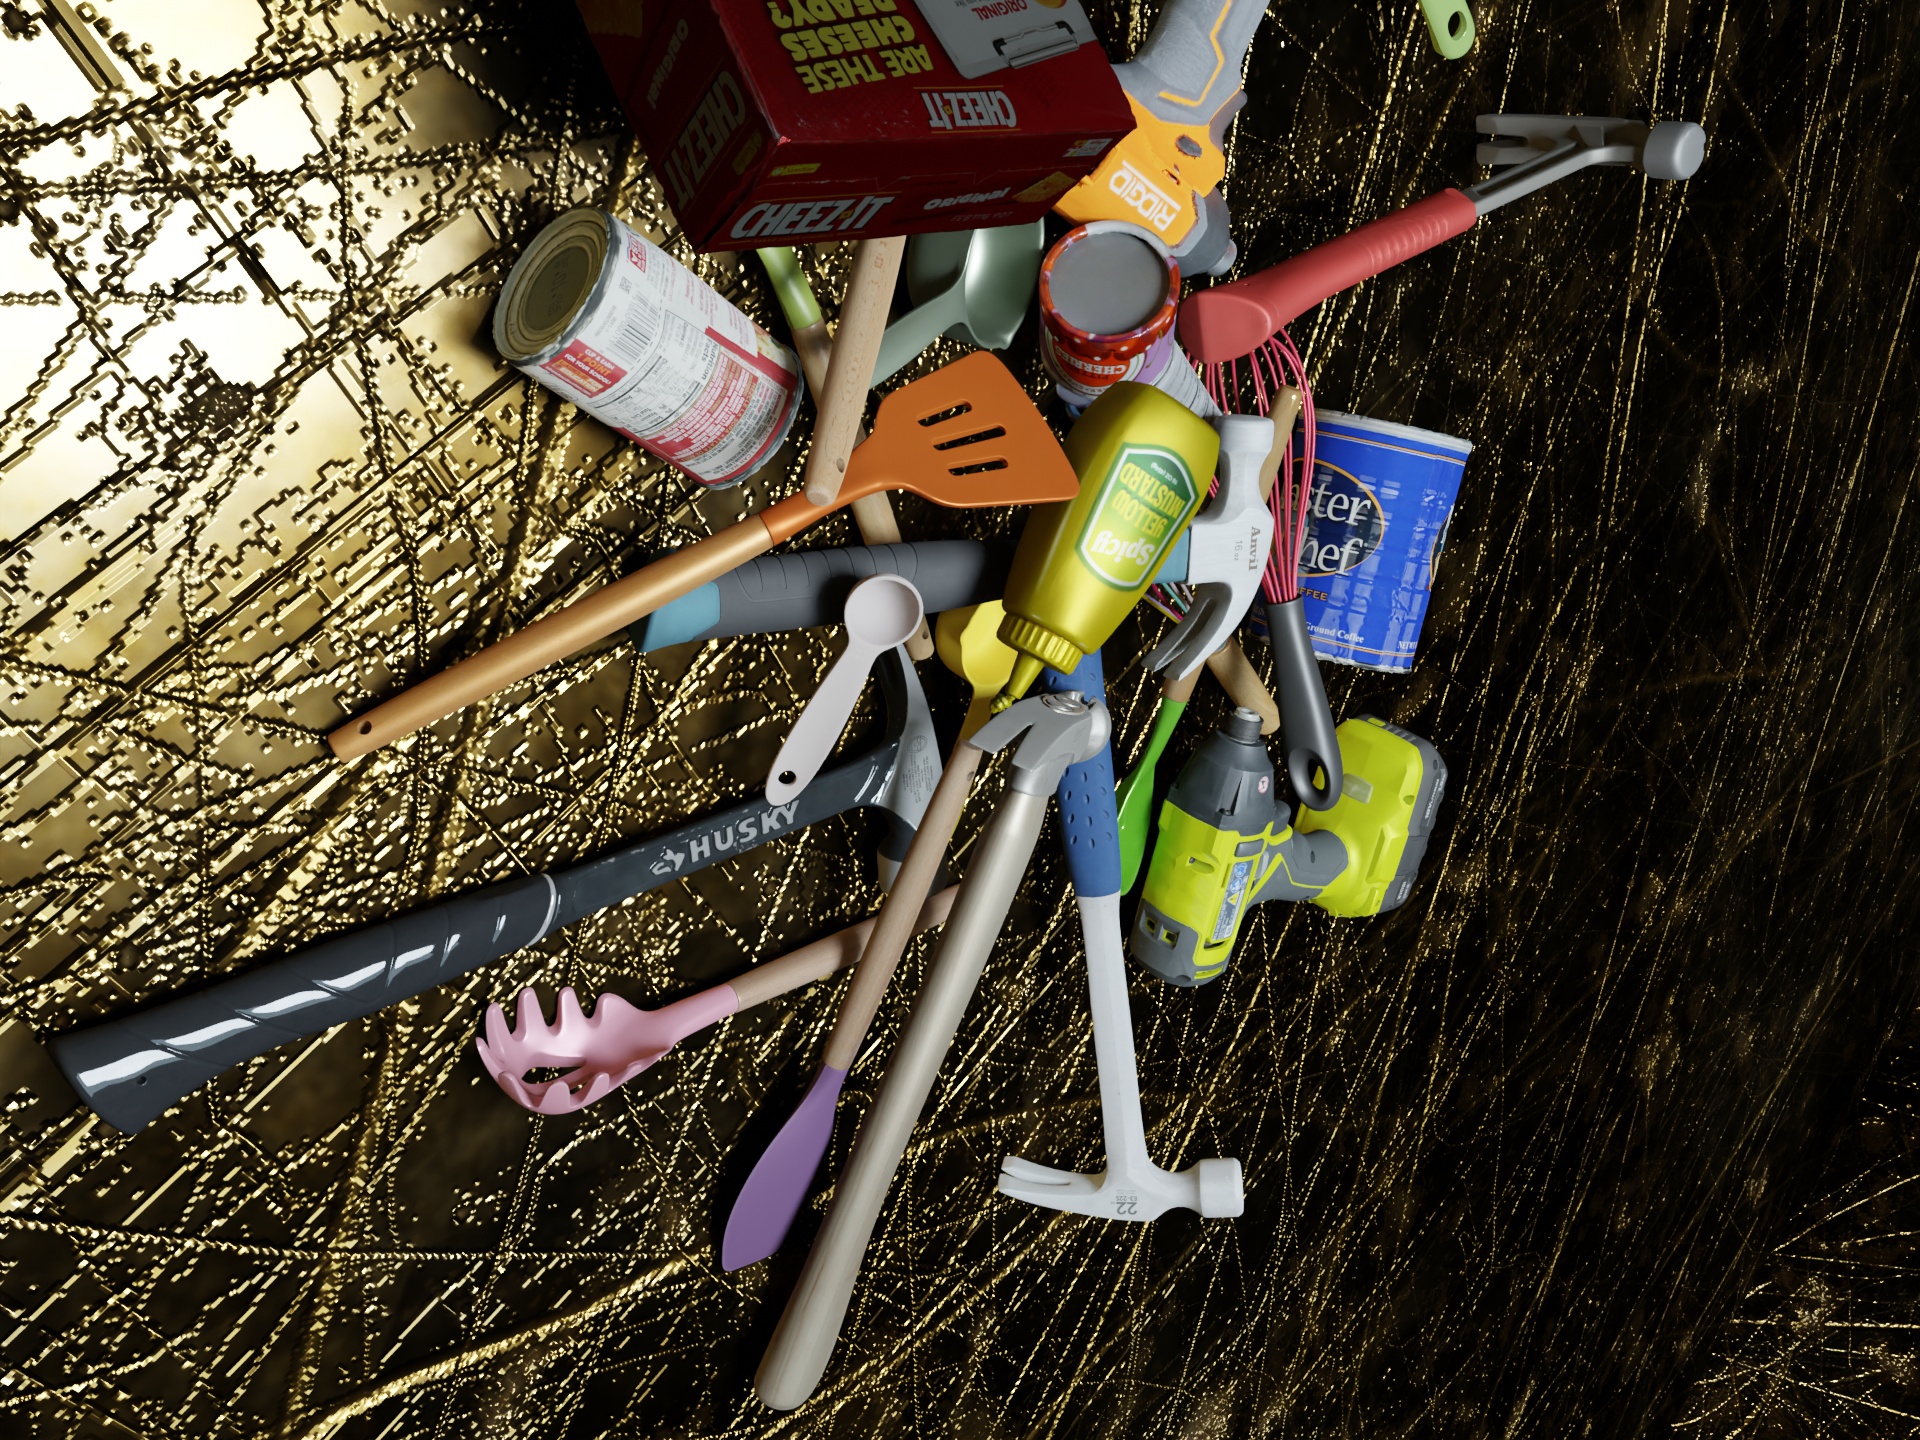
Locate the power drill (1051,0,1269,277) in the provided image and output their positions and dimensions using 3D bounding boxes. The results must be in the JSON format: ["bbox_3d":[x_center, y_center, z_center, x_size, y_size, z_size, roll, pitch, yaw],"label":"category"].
[{"bbox_3d":[0.133,-0.319,0.750,0.164,0.084,0.226,20,115,-47],"label":"power drill"}]

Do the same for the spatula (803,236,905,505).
[{"bbox_3d":[-0.019,-0.222,0.653,0.082,0.044,0.318,44,48,-47],"label":"spatula"}]

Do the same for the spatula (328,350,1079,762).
[{"bbox_3d":[-0.100,-0.062,0.646,0.322,0.081,0.041,-29,167,-12],"label":"spatula"}]

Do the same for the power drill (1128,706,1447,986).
[{"bbox_3d":[0.210,0.067,1.011,0.223,0.080,0.171,-6,117,-43],"label":"power drill"}]

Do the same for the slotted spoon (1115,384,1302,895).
[{"bbox_3d":[0.127,-0.037,0.880,0.070,0.031,0.313,-39,150,-57],"label":"slotted spoon"}]

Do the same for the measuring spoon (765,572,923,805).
[{"bbox_3d":[-0.056,-0.014,0.701,0.034,0.018,0.124,22,114,-24],"label":"measuring spoon"}]

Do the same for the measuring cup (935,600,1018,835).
[{"bbox_3d":[-0.001,-0.003,0.827,0.062,0.029,0.156,-4,117,-47],"label":"measuring cup"}]

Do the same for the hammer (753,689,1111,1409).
[{"bbox_3d":[-0.028,0.179,0.807,0.410,0.038,0.146,-68,166,12],"label":"hammer"}]

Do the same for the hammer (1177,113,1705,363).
[{"bbox_3d":[0.248,-0.276,0.882,0.359,0.149,0.036,-30,125,-28],"label":"hammer"}]

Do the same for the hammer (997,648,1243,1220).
[{"bbox_3d":[0.072,0.107,0.896,0.035,0.144,0.405,-67,151,-69],"label":"hammer"}]

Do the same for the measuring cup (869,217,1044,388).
[{"bbox_3d":[-0.018,-0.185,0.695,0.168,0.038,0.083,-47,147,-39],"label":"measuring cup"}]

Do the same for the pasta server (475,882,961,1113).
[{"bbox_3d":[-0.090,0.121,0.776,0.316,0.060,0.040,-18,134,-43],"label":"pasta server"}]

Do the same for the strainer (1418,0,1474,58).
[{"bbox_3d":[0.201,-0.439,0.809,0.151,0.069,0.256,-47,140,6],"label":"strainer"}]

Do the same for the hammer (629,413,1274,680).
[{"bbox_3d":[0.008,-0.071,0.740,0.331,0.033,0.128,-8,110,-27],"label":"hammer"}]

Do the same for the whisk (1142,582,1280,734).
[{"bbox_3d":[0.145,-0.060,0.931,0.047,0.051,0.244,-61,140,-15],"label":"whisk"}]

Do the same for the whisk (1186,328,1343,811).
[{"bbox_3d":[0.178,-0.087,0.893,0.073,0.073,0.295,-24,108,-36],"label":"whisk"}]

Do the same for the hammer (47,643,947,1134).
[{"bbox_3d":[-0.164,0.070,0.682,0.409,0.036,0.149,-20,118,-38],"label":"hammer"}]

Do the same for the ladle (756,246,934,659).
[{"bbox_3d":[-0.050,-0.150,0.694,0.078,0.062,0.319,-52,139,-35],"label":"ladle"}]

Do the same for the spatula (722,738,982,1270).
[{"bbox_3d":[-0.055,0.150,0.796,0.059,0.018,0.316,0,118,-53],"label":"spatula"}]
